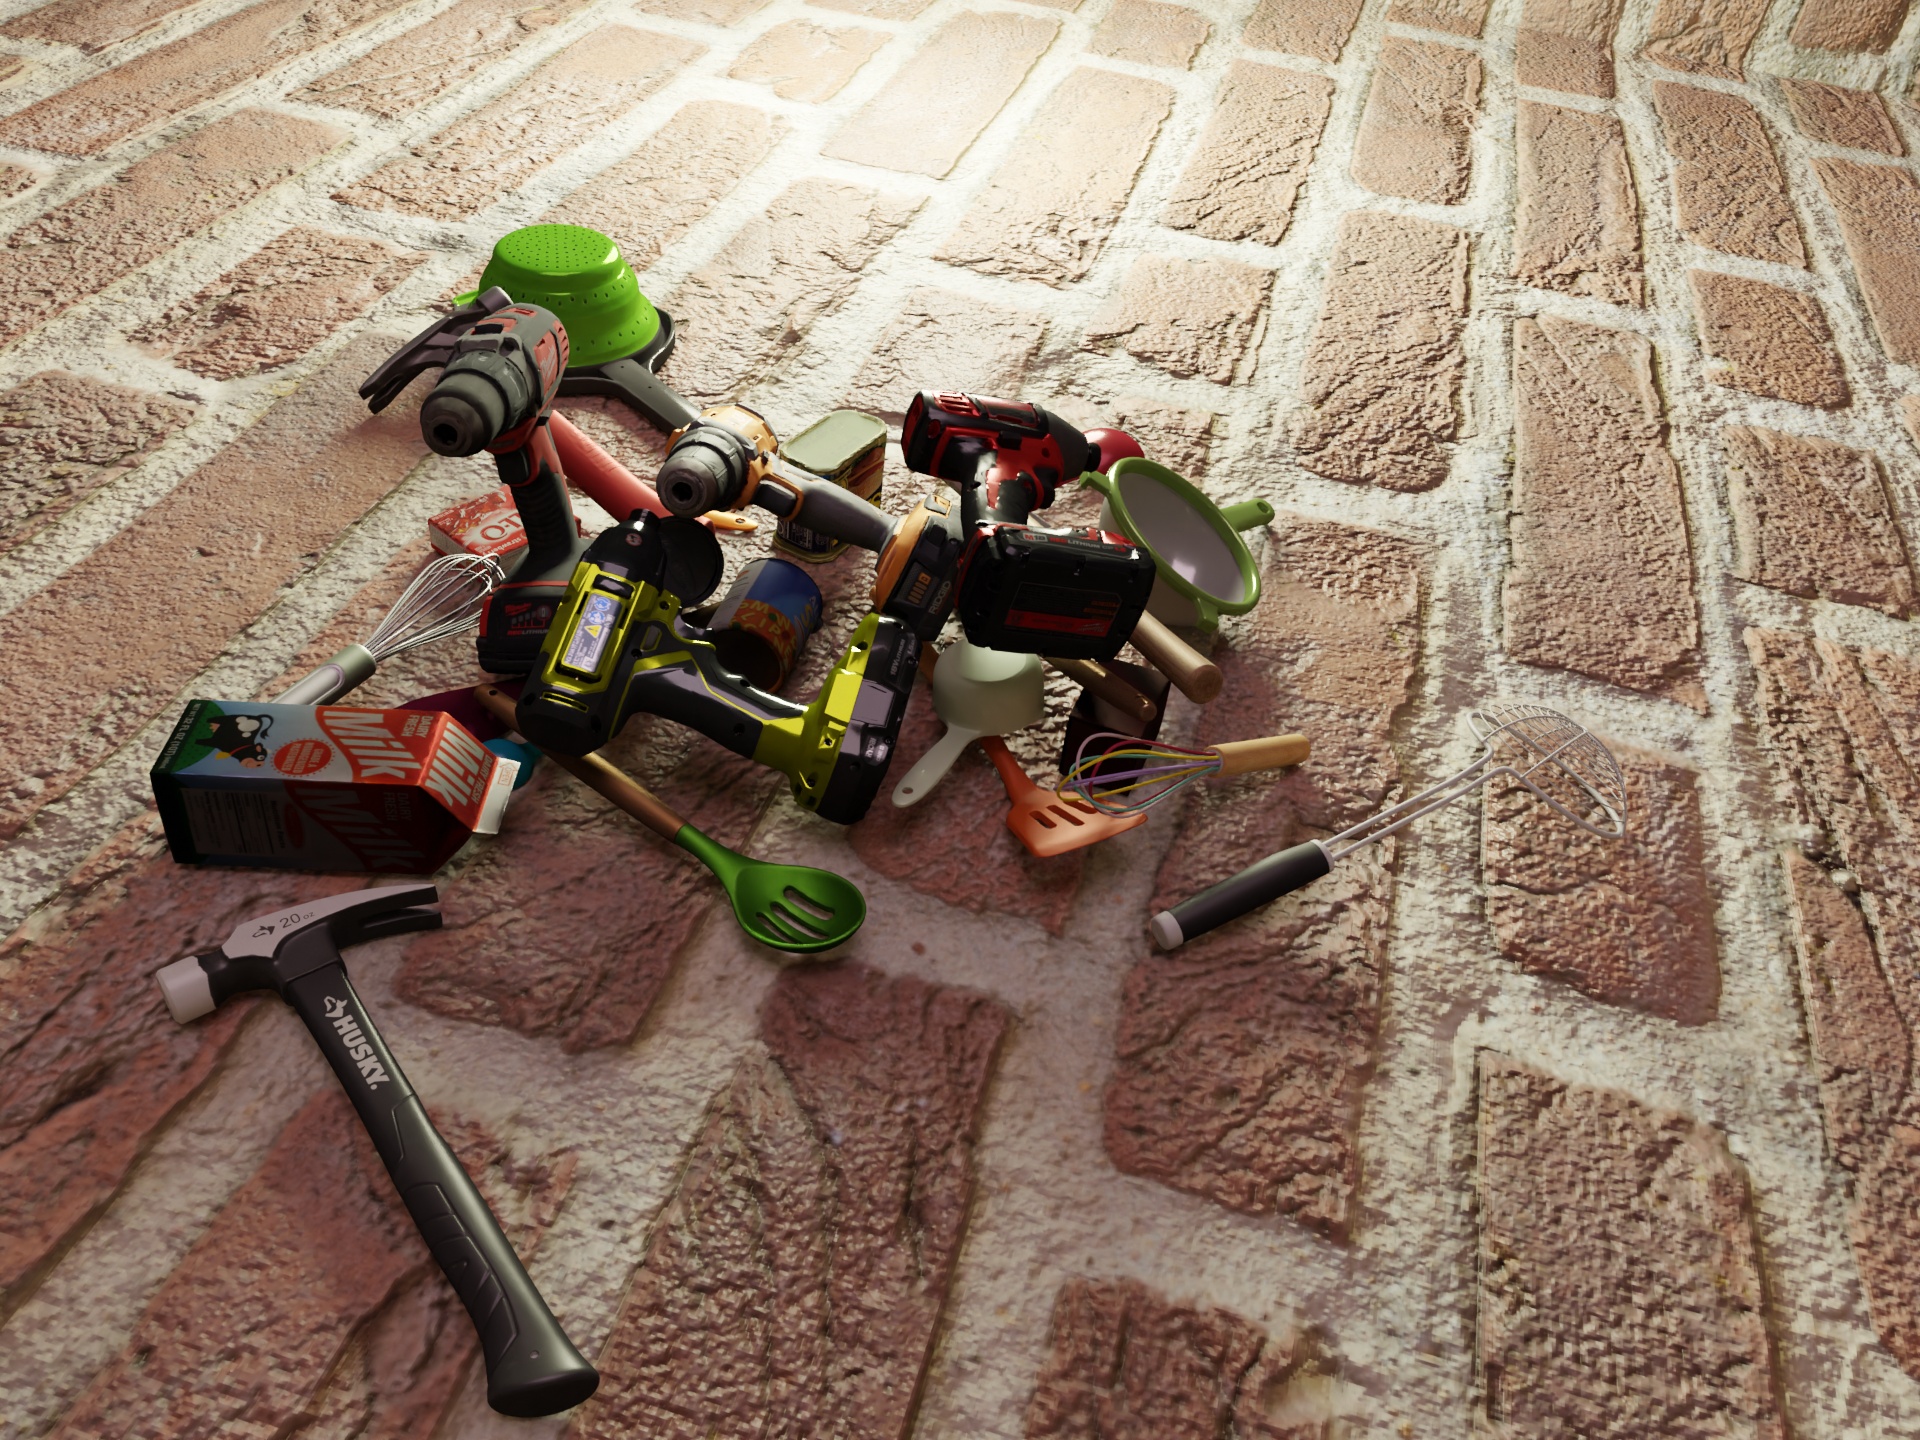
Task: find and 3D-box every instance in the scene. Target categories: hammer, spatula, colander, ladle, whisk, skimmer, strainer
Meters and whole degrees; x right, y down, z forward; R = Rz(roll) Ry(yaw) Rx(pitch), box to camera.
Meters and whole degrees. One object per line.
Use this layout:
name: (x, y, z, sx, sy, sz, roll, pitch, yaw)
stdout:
hammer: (0.079, -0.110, 1.145, 0.129, 0.031, 0.332, 33, 10, -47)
spatula: (0.066, -0.055, 1.099, 0.082, 0.044, 0.318, -9, 17, -15)
hammer: (-0.327, -0.216, 1.267, 0.149, 0.036, 0.359, -43, 64, -14)
colander: (-0.306, -0.340, 1.389, 0.204, 0.094, 0.397, -27, 51, -34)
hammer: (-0.273, 0.206, 0.798, 0.146, 0.035, 0.335, -24, 49, -31)
spatula: (0.010, -0.008, 1.089, 0.081, 0.041, 0.323, -17, 45, -22)
ladle: (0.047, -0.182, 1.311, 0.069, 0.031, 0.315, 36, 50, 27)
whisk: (-0.393, -0.045, 1.062, 0.058, 0.059, 0.246, 41, 47, 0)
whisk: (0.152, 0.028, 1.022, 0.245, 0.047, 0.051, -6, 30, -43)
skimmer: (0.281, 0.082, 1.033, 0.363, 0.090, 0.127, -23, 50, -17)
strainer: (0.179, -0.135, 1.251, 0.151, 0.069, 0.256, 52, 33, 10)

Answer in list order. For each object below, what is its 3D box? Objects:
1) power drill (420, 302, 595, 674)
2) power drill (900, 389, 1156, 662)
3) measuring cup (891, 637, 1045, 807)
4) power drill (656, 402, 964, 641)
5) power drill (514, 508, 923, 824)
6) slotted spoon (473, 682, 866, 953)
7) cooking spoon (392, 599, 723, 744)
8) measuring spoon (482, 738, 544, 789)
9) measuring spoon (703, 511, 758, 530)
power drill: (-0.288, -0.142, 1.035, 0.080, 0.226, 0.188, -2, 30, 3)
power drill: (0.047, -0.140, 1.059, 0.143, 0.078, 0.220, 6, 41, -20)
measuring cup: (-0.002, -0.003, 1.034, 0.083, 0.038, 0.168, 17, 39, 21)
power drill: (-0.100, -0.141, 1.103, 0.226, 0.084, 0.185, 27, 19, -5)
power drill: (-0.146, -0.036, 1.006, 0.223, 0.080, 0.171, 19, 60, -8)
slotted spoon: (-0.188, 0.056, 0.980, 0.314, 0.031, 0.070, 31, 45, 21)
cooking spoon: (-0.254, -0.042, 1.104, 0.319, 0.017, 0.069, -25, 46, -33)
measuring spoon: (-0.269, 0.004, 1.045, 0.042, 0.021, 0.128, 31, 48, 26)
measuring spoon: (-0.216, -0.170, 1.267, 0.117, 0.011, 0.021, 15, 41, 9)
